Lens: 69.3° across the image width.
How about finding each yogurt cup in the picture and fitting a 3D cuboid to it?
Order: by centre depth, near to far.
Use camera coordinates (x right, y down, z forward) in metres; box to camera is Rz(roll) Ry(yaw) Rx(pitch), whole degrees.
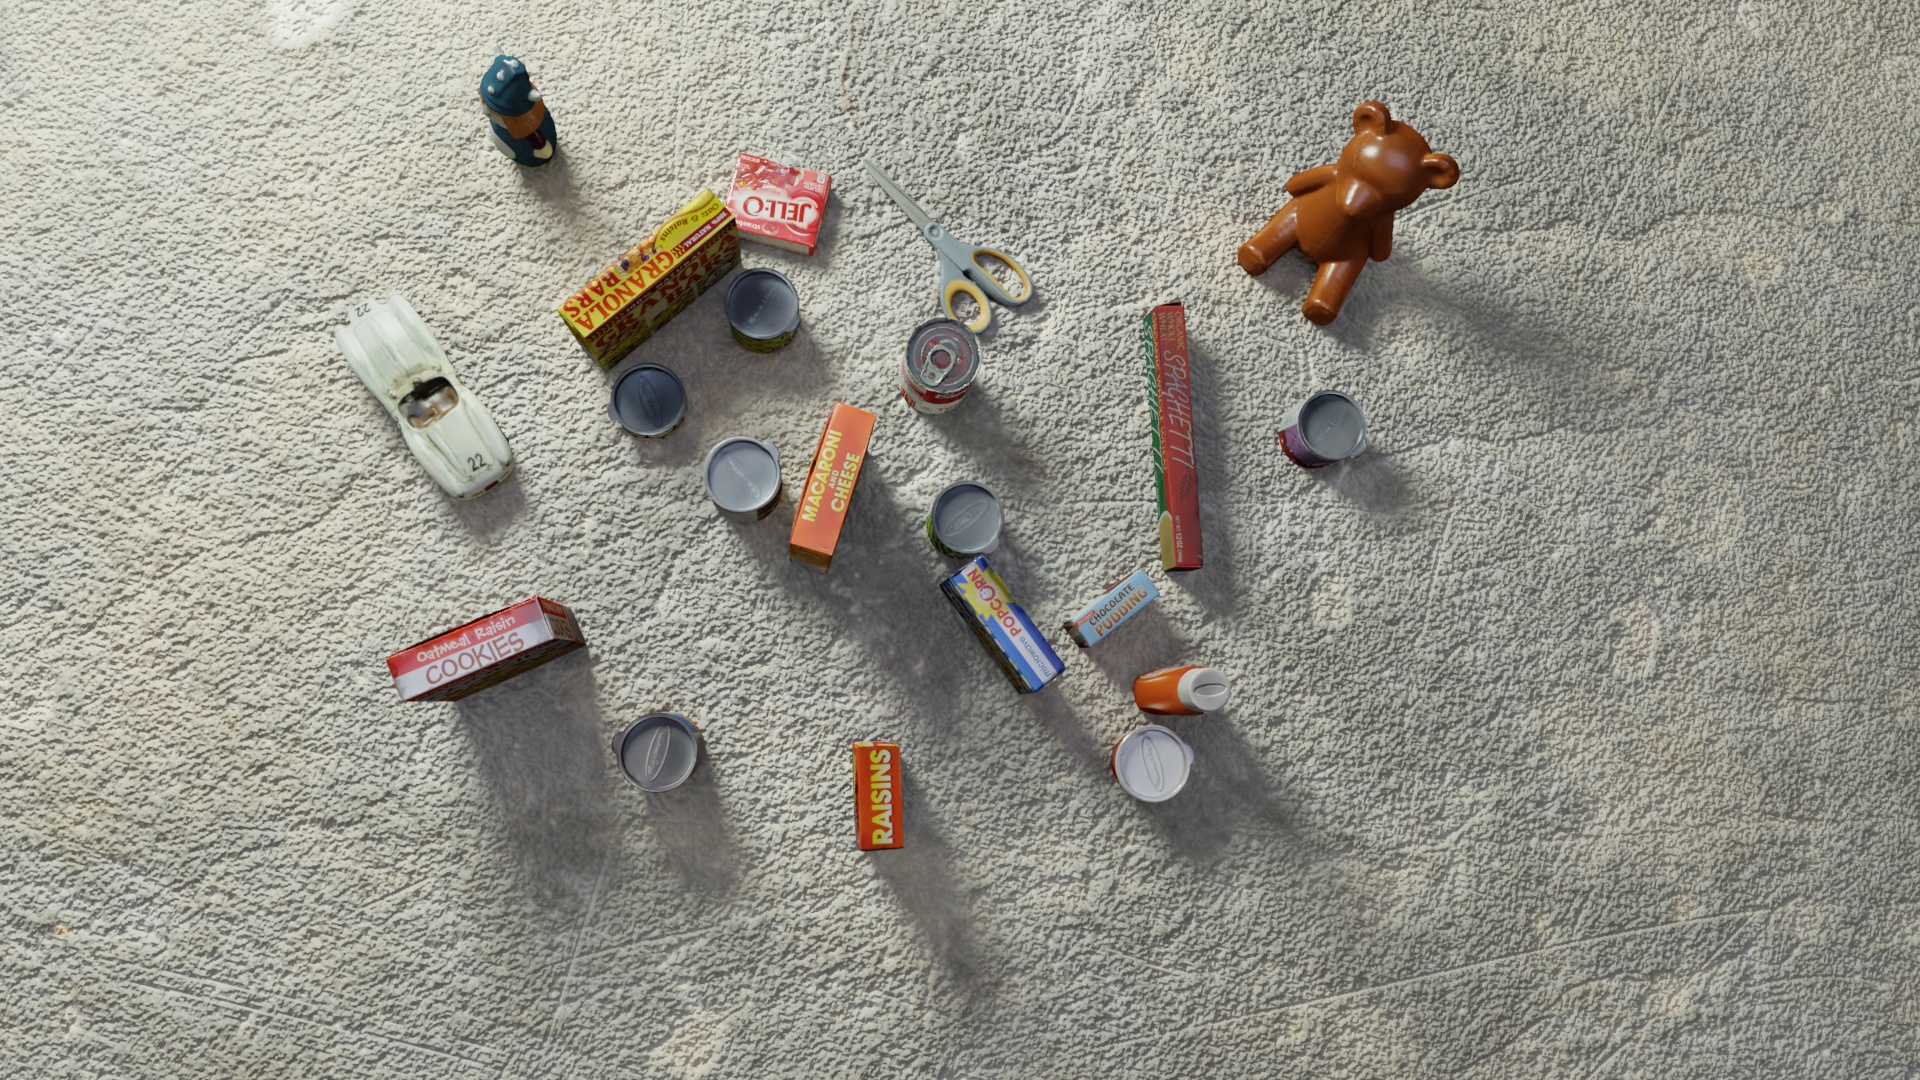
[{"bbox_3d":[0.168,0.200,1.251,0.072,0.054,0.072,1,83,-6],"label":"yogurt cup"}]

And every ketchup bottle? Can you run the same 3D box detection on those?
[{"bbox_3d":[0.198,0.132,1.215,0.065,0.148,0.043,-6,84,-7],"label":"ketchup bottle"}]

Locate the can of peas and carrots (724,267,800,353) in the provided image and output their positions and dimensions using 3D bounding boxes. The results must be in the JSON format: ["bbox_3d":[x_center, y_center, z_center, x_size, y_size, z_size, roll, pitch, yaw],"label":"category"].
[{"bbox_3d":[-0.177,-0.206,1.260,0.071,0.058,0.071,1,83,-6],"label":"can of peas and carrots"}]

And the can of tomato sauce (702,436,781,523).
[{"bbox_3d":[-0.190,-0.054,1.227,0.071,0.083,0.071,1,83,-6],"label":"can of tomato sauce"}]

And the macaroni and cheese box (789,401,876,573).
[{"bbox_3d":[-0.112,-0.041,1.192,0.040,0.166,0.124,17,82,-4],"label":"macaroni and cheese box"}]

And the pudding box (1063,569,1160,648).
[{"bbox_3d":[0.137,0.062,1.267,0.084,0.049,0.030,-36,89,-9],"label":"pudding box"}]

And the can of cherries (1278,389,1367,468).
[{"bbox_3d":[0.341,-0.101,1.306,0.071,0.058,0.071,1,83,-6],"label":"can of cherries"}]

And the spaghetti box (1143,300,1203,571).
[{"bbox_3d":[0.198,-0.096,1.293,0.029,0.050,0.250,-3,83,-7],"label":"spaghetti box"}]

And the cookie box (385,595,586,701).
[{"bbox_3d":[-0.385,0.091,1.144,0.123,0.167,0.040,-24,87,-9],"label":"cookie box"}]

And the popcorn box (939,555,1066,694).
[{"bbox_3d":[0.036,0.077,1.236,0.038,0.085,0.126,-36,88,-9],"label":"popcorn box"}]

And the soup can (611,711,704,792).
[{"bbox_3d":[-0.258,0.179,1.190,0.071,0.083,0.071,1,83,-6],"label":"soup can"}]

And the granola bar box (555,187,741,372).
[{"bbox_3d":[-0.268,-0.225,1.218,0.166,0.124,0.039,-42,89,-9],"label":"granola bar box"}]

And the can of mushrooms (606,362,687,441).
[{"bbox_3d":[-0.282,-0.123,1.250,0.071,0.033,0.071,1,83,-6],"label":"can of mushrooms"}]

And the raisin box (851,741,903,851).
[{"bbox_3d":[-0.072,0.215,1.187,0.040,0.123,0.086,-1,84,-7],"label":"raisin box"}]

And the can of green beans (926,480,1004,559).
[{"bbox_3d":[0.003,-0.018,1.258,0.071,0.057,0.071,1,83,-6],"label":"can of green beans"}]
